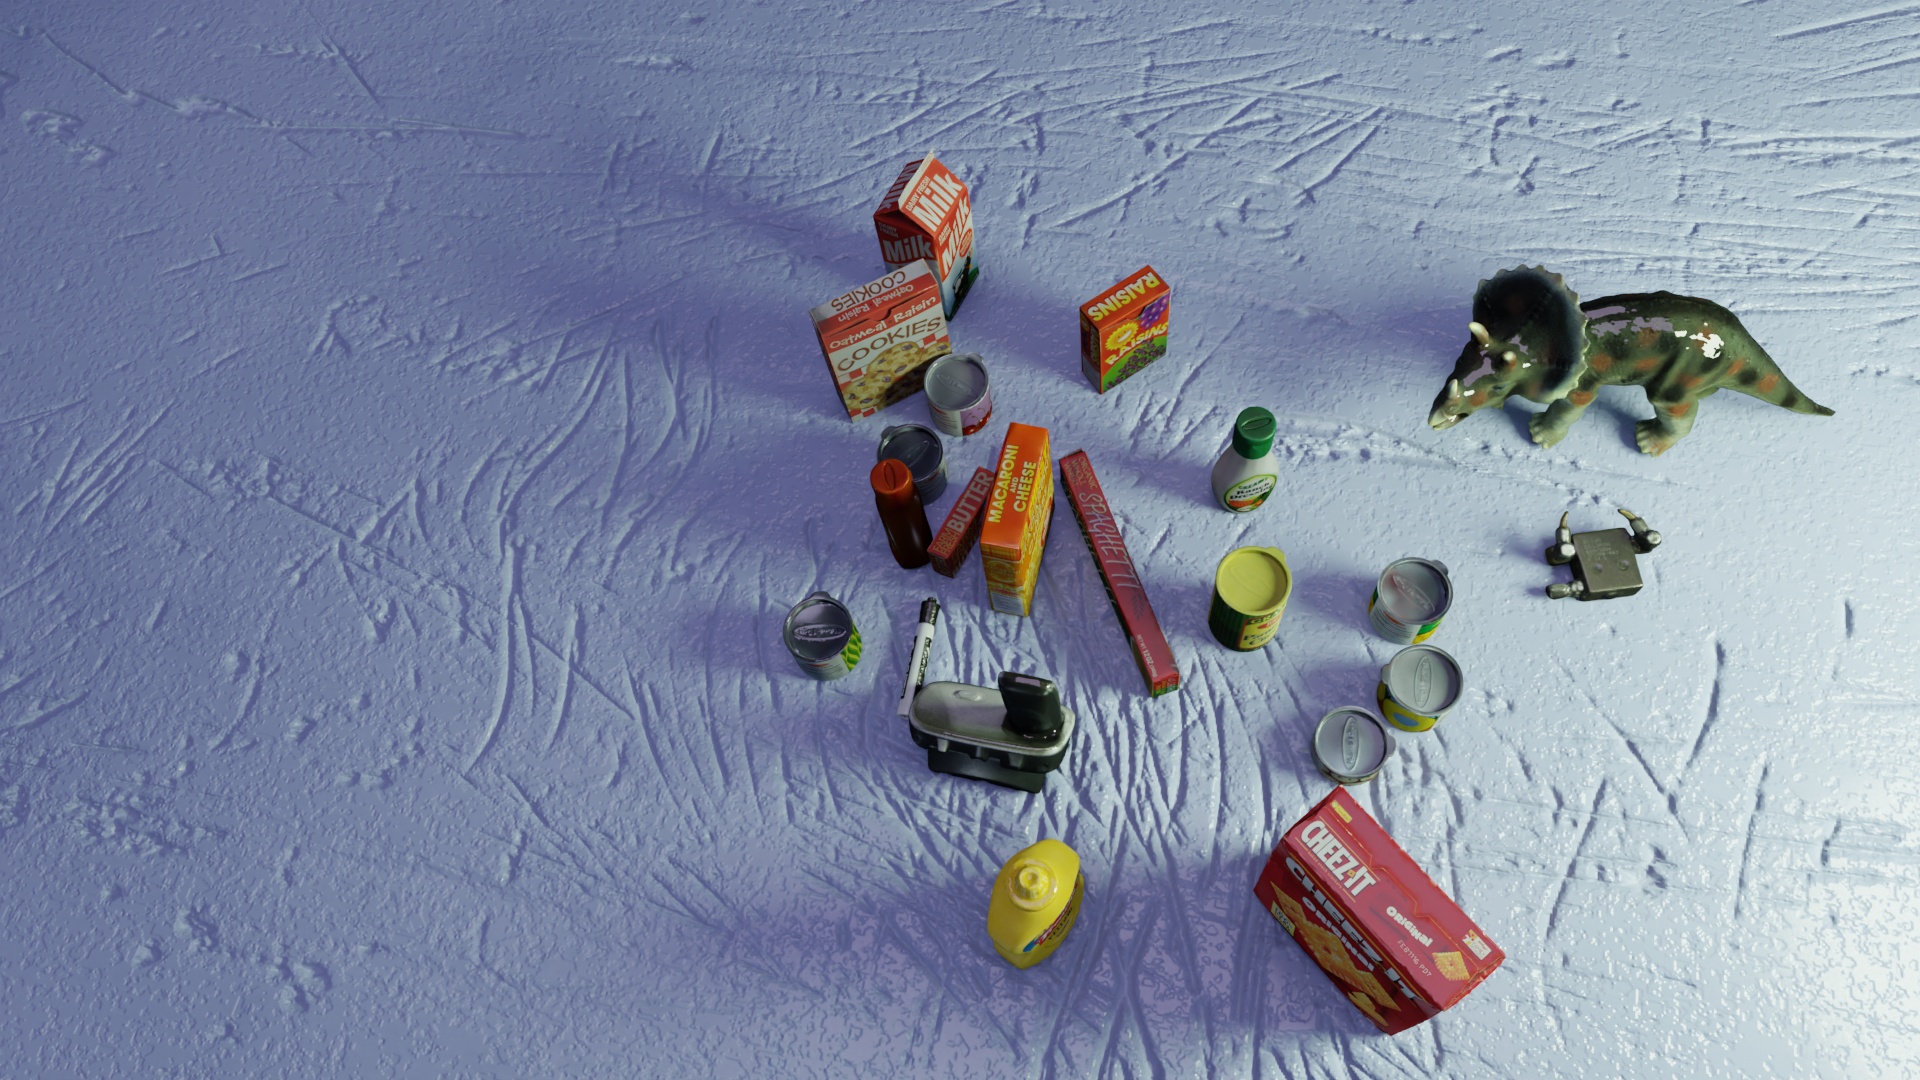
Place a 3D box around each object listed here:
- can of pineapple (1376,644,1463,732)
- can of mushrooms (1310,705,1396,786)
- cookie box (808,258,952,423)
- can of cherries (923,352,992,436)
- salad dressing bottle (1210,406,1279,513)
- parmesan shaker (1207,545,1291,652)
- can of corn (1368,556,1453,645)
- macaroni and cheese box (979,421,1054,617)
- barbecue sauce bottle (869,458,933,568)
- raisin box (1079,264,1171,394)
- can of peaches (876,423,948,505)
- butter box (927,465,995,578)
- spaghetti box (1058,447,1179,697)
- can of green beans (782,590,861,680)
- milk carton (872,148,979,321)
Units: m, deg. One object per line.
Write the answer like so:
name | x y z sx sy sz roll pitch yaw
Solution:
can of pineapple | 0.408 0.132 1.243 0.071 0.057 0.071 -2 66 5
can of mushrooms | 0.349 0.184 1.239 0.071 0.033 0.071 -2 65 5
cookie box | -0.074 -0.195 1.383 0.123 0.166 0.040 -26 66 -6
can of cherries | 0.000 -0.149 1.414 0.071 0.058 0.072 -2 66 5
salad dressing bottle | 0.270 -0.075 1.303 0.064 0.147 0.044 -16 65 -1
parmesan shaker | 0.265 0.054 1.269 0.071 0.102 0.071 -2 66 5
can of corn | 0.415 0.055 1.277 0.071 0.058 0.071 -2 66 5
macaroni and cheese box | 0.054 -0.016 1.288 0.040 0.165 0.124 10 67 11
barbecue sauce bottle | -0.056 -0.029 1.315 0.044 0.148 0.065 -14 65 0
raisin box | 0.164 -0.209 1.389 0.086 0.123 0.040 -32 67 -8
can of peaches | -0.049 -0.076 1.386 0.071 0.058 0.071 -2 66 5
butter box | 0.005 -0.017 1.356 0.024 0.053 0.104 25 71 16
spaghetti box | 0.149 0.028 1.322 0.029 0.050 0.251 -19 65 -3
can of green beans | -0.130 0.093 1.317 0.071 0.057 0.071 -2 66 5
milk carton | -0.035 -0.314 1.421 0.073 0.189 0.072 23 70 16
